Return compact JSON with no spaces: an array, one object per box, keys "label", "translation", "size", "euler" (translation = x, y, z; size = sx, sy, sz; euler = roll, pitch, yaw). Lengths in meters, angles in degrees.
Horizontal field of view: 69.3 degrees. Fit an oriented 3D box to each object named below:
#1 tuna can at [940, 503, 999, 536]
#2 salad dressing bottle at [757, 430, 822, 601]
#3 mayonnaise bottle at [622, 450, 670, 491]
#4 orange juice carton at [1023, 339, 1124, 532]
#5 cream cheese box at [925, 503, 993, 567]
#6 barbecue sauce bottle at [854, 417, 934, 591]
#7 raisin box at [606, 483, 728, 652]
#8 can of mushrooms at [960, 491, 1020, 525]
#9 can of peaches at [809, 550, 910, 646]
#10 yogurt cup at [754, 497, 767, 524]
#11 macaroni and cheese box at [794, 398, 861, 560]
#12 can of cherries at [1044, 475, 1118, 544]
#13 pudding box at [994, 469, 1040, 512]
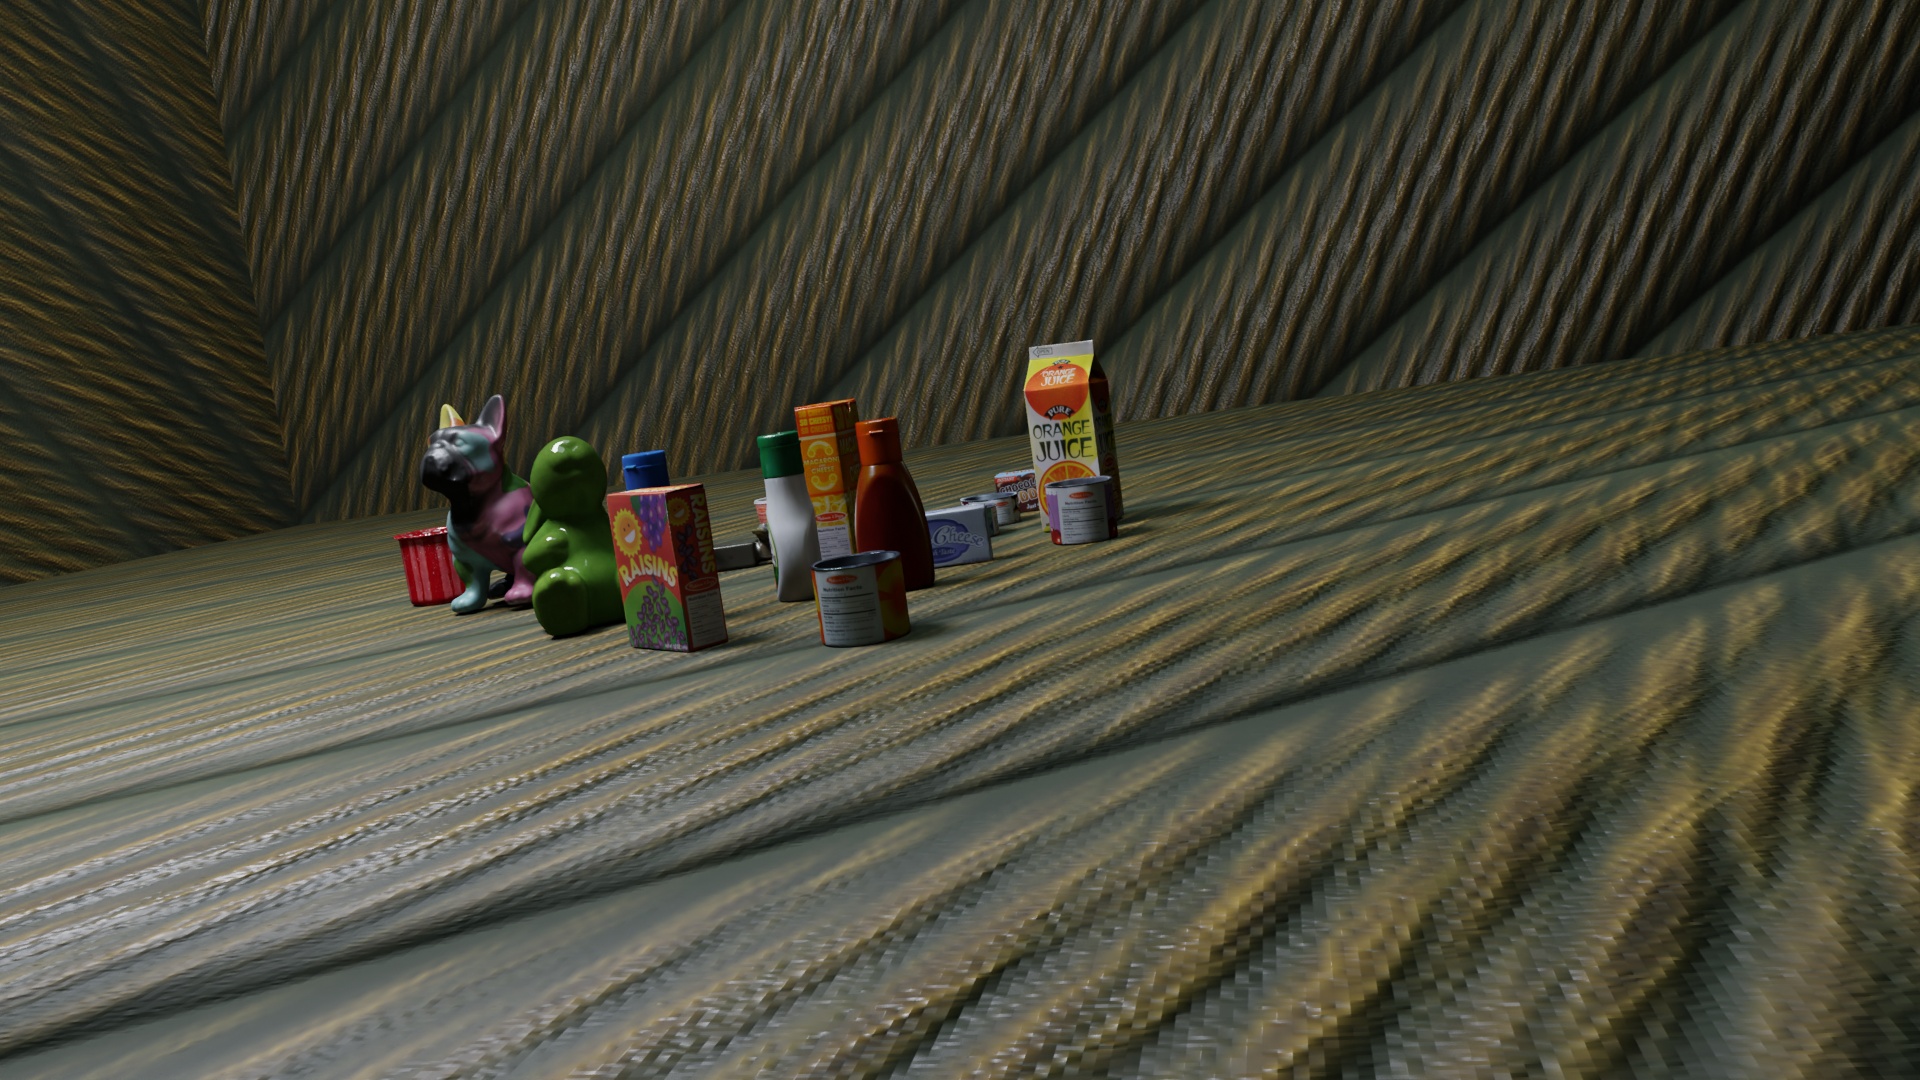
[{"label":"tuna can","translation":[0.005,-0.019,1.492],"size":[0.071,0.032,0.071],"euler":[-8,7,1]},{"label":"salad dressing bottle","translation":[-0.151,-0.022,1.228],"size":[0.044,0.147,0.064],"euler":[-8,7,0]},{"label":"mayonnaise bottle","translation":[-0.257,-0.001,1.182],"size":[0.064,0.148,0.041],"euler":[-4,8,30]},{"label":"orange juice carton","translation":[0.117,-0.111,1.454],"size":[0.072,0.192,0.073],"euler":[-5,7,22]},{"label":"cream cheese box","translation":[-0.023,-0.001,1.304],"size":[0.104,0.053,0.024],"euler":[-8,7,1]},{"label":"barbecue sauce bottle","translation":[-0.062,-0.030,1.196],"size":[0.065,0.148,0.044],"euler":[-8,7,1]},{"label":"raisin box","translation":[-0.226,0.021,1.073],"size":[0.040,0.123,0.086],"euler":[-14,9,-43]},{"label":"can of mushrooms","translation":[0.035,-0.035,1.587],"size":[0.071,0.033,0.071],"euler":[-8,7,1]},{"label":"can of peaches","translation":[-0.071,0.041,1.003],"size":[0.071,0.058,0.071],"euler":[-8,7,1]},{"label":"yogurt cup","translation":[-0.219,-0.028,1.727],"size":[0.072,0.054,0.072],"euler":[-8,7,1]},{"label":"macaroni and cheese box","translation":[-0.117,-0.052,1.356],"size":[0.040,0.166,0.124],"euler":[-7,7,8]},{"label":"can of cherries","translation":[0.119,-0.030,1.354],"size":[0.071,0.058,0.071],"euler":[-8,7,1]},{"label":"pudding box","translation":[0.086,-0.061,1.668],"size":[0.084,0.049,0.030],"euler":[-6,7,12]}]
